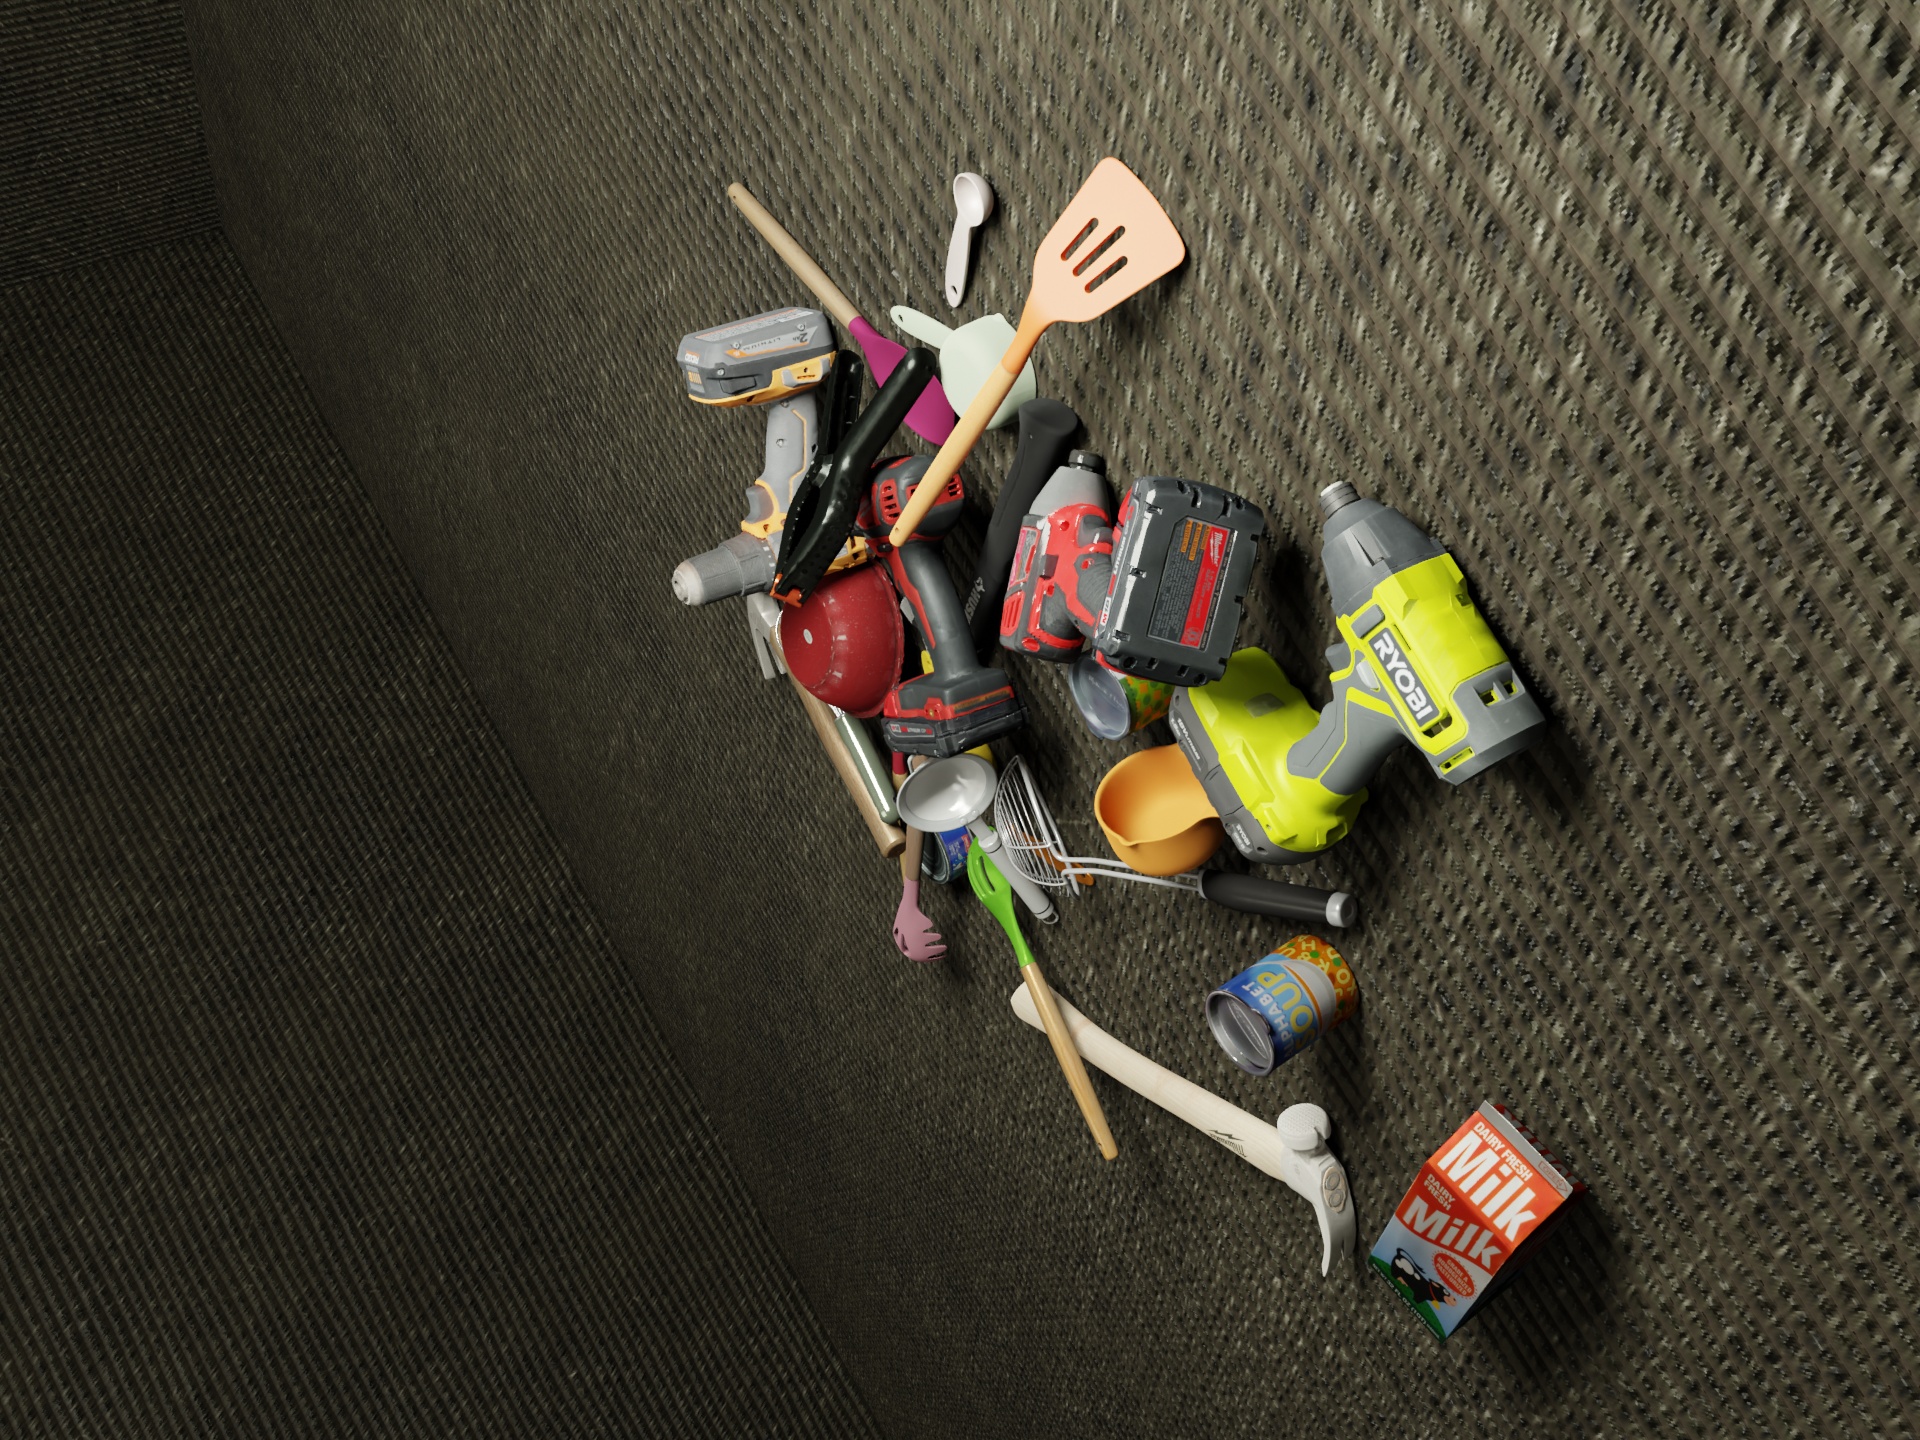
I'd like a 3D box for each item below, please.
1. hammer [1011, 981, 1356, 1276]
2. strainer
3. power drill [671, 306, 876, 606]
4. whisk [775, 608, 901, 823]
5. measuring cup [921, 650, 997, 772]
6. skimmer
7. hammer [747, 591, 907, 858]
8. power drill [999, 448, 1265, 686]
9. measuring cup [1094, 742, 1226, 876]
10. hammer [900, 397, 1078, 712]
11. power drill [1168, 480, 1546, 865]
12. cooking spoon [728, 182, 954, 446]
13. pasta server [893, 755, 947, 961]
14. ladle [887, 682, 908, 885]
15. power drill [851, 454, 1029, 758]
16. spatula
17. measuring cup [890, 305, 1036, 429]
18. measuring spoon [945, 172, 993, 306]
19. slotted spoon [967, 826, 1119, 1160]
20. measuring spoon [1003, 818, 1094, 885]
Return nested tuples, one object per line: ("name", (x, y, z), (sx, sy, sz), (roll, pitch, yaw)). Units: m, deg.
("hammer", (0.173, 0.320, 1.359), (0.411, 0.038, 0.146), (21, 134, 55))
("strainer", (0.020, 0.097, 1.350), (0.258, 0.087, 0.050), (53, -172, -36))
("power drill", (-0.172, -0.213, 1.330), (0.084, 0.185, 0.226), (29, 135, 52))
("whisk", (-0.115, -0.010, 1.541), (0.246, 0.059, 0.057), (64, -166, 15))
("measuring cup", (-0.002, -0.004, 1.360), (0.062, 0.029, 0.156), (40, 155, 46))
("skimmer", (0.154, 0.095, 1.187), (0.363, 0.090, 0.127), (6, 127, 49))
("hammer", (-0.138, -0.001, 1.604), (0.332, 0.031, 0.130), (59, 158, 25))
("power drill", (0.095, -0.099, 0.997), (0.220, 0.078, 0.143), (-156, 79, -68))
("measuring cup", (0.177, 0.073, 1.085), (0.174, 0.095, 0.052), (11, 143, 34))
("hammer", (0.032, -0.122, 1.202), (0.146, 0.035, 0.334), (55, 153, 18))
("power drill", (0.214, -0.019, 0.911), (0.171, 0.080, 0.223), (62, 152, 13))
("cooking spoon", (-0.097, -0.331, 1.263), (0.319, 0.017, 0.068), (51, 152, 23))
("pasta server", (-0.037, 0.125, 1.501), (0.060, 0.040, 0.316), (44, 145, 35))
("ladle", (-0.058, 0.068, 1.565), (0.069, 0.031, 0.315), (53, 157, 41))
("power drill", (-0.040, -0.092, 1.239), (0.188, 0.080, 0.226), (5, 112, 62))
("spatula", (0.029, -0.213, 1.024), (0.081, 0.041, 0.322), (56, 141, 14))
("measuring cup", (-0.012, -0.262, 1.142), (0.168, 0.038, 0.083), (37, 145, 39))
("measuring spoon", (0.006, -0.326, 1.084), (0.034, 0.018, 0.124), (55, 161, 16))
("slotted spoon", (0.072, 0.242, 1.423), (0.314, 0.031, 0.070), (66, 151, 15))
("measuring spoon", (0.077, 0.113, 1.374), (0.117, 0.011, 0.021), (30, 139, 44))
